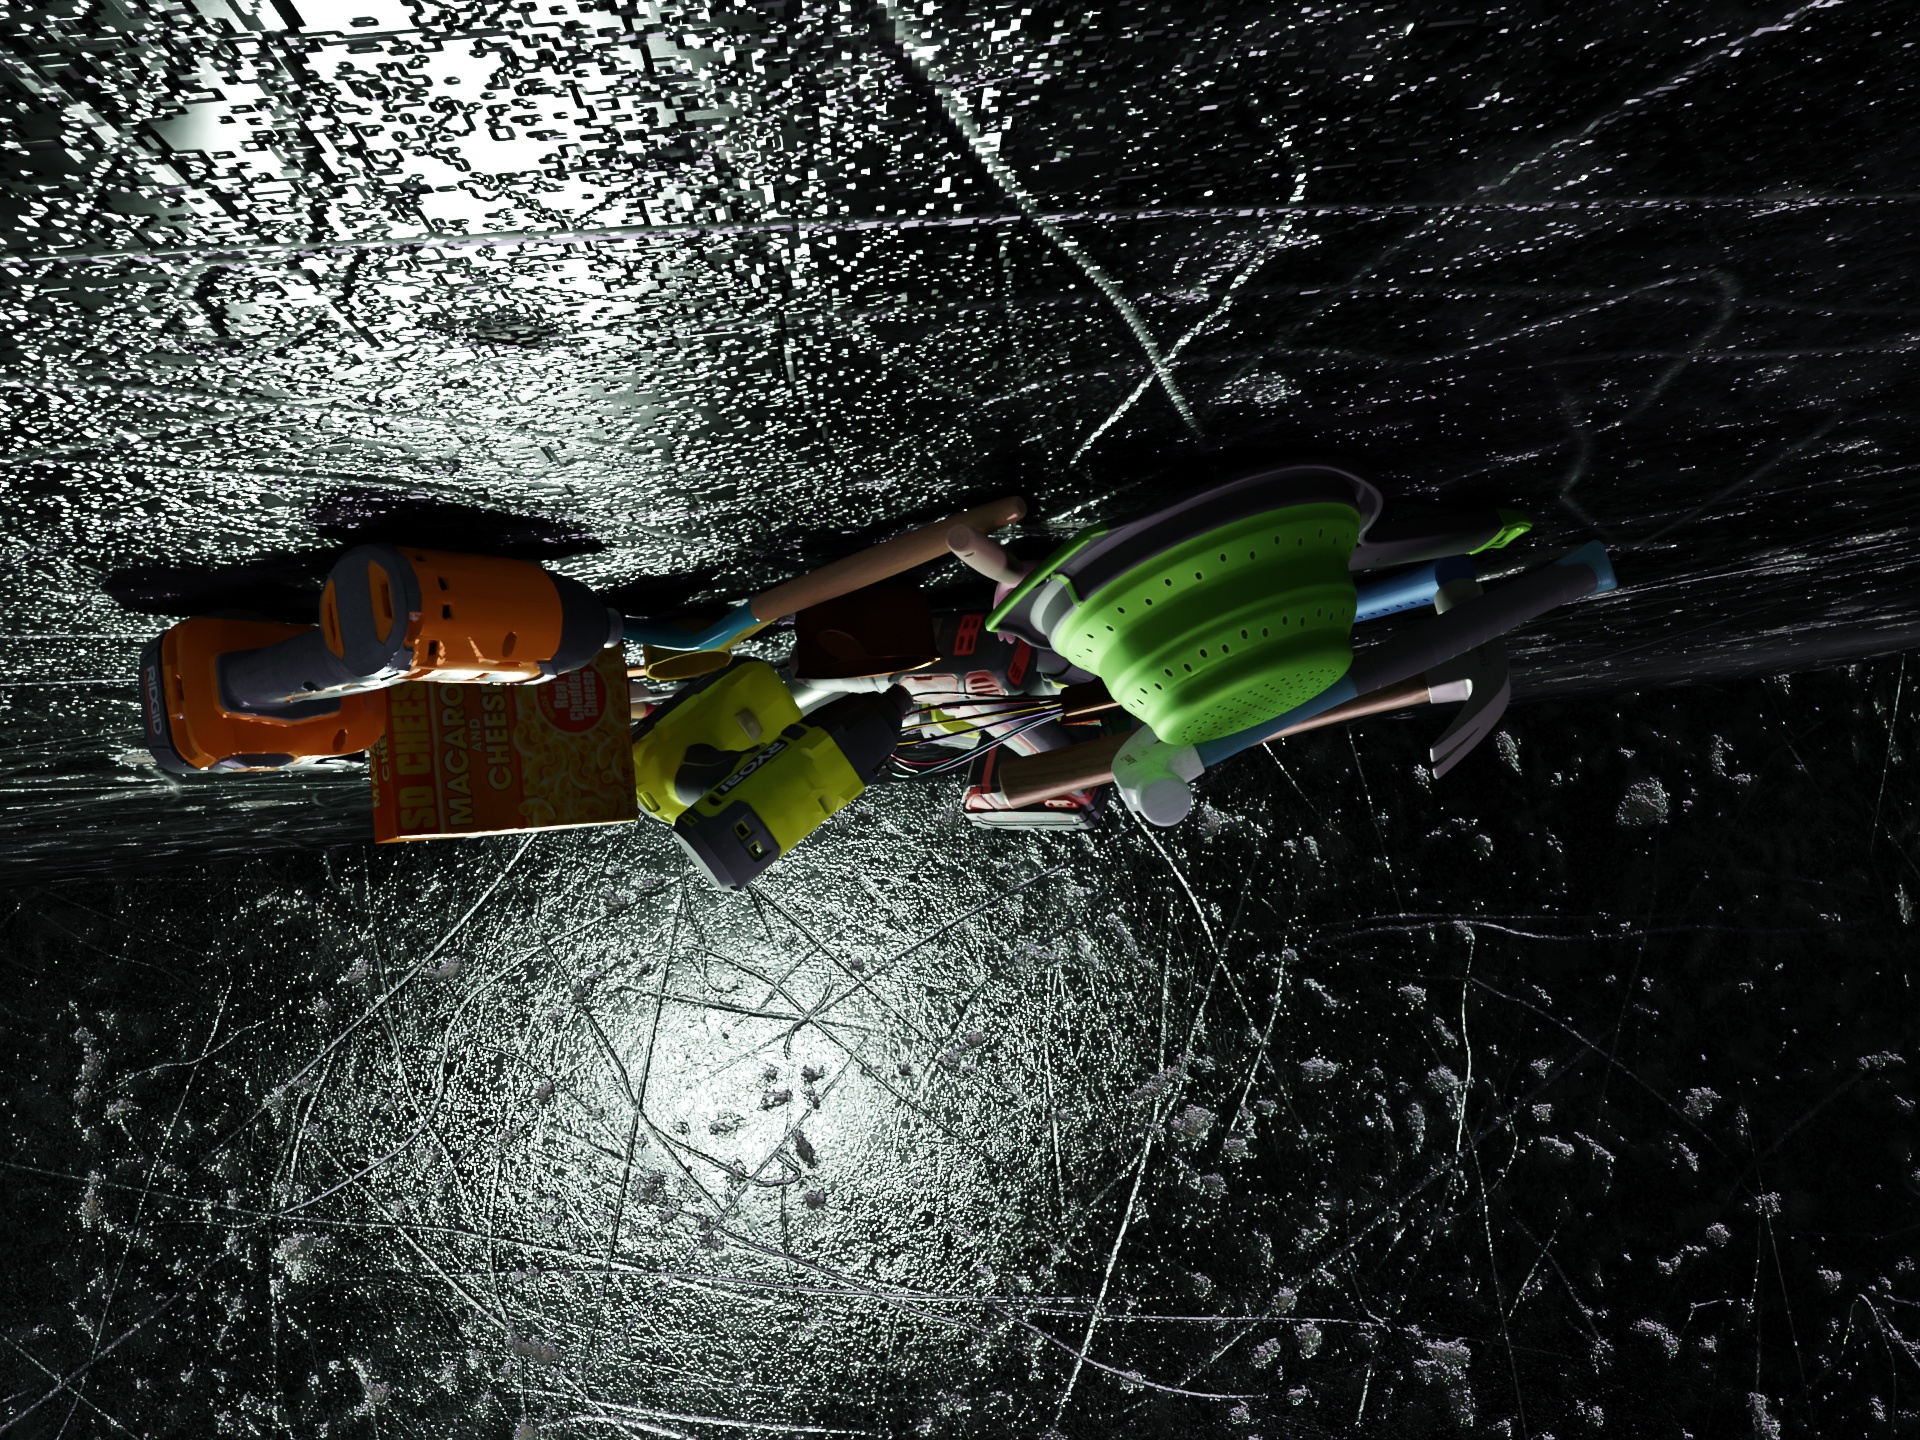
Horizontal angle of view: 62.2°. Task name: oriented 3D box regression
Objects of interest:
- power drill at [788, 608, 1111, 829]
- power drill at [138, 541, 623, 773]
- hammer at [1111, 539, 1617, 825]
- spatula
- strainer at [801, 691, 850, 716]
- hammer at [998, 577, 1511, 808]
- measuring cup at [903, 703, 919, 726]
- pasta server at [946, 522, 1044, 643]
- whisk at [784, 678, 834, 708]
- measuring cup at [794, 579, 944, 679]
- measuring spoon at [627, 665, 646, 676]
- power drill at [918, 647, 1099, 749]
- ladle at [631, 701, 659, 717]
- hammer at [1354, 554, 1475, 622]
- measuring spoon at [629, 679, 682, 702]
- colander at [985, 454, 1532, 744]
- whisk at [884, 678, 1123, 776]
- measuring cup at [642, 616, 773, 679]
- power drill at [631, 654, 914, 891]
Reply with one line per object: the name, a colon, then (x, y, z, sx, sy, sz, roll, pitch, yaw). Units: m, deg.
power drill: (-0.002, -0.004, 1.170, 0.188, 0.080, 0.226, -1, 150, 30)
power drill: (-0.295, -0.031, 0.823, 0.226, 0.084, 0.164, -15, 172, 32)
hammer: (0.242, -0.028, 0.946, 0.331, 0.033, 0.128, -25, -169, -3)
spatula: (-0.096, -0.079, 0.881, 0.317, 0.044, 0.082, -16, 170, 35)
strainer: (-0.149, -0.013, 1.431, 0.087, 0.050, 0.258, -36, -171, -15)
hammer: (0.184, 0.005, 1.023, 0.331, 0.130, 0.031, -15, 137, 15)
measuring cup: (-0.072, 0.002, 1.380, 0.167, 0.038, 0.083, -29, -173, -20)
pasta server: (0.027, -0.076, 0.860, 0.060, 0.040, 0.316, -24, 177, 8)
whisk: (-0.162, -0.009, 1.329, 0.246, 0.057, 0.059, -24, -153, 41)
measuring cup: (-0.065, -0.062, 0.953, 0.095, 0.052, 0.173, -8, 173, 6)
measuring spoon: (-0.267, -0.031, 1.217, 0.117, 0.011, 0.021, -8, 175, 9)
power drill: (0.065, -0.035, 1.272, 0.190, 0.080, 0.228, 7, 165, -36)
ladle: (-0.285, -0.012, 1.336, 0.069, 0.031, 0.315, -14, 171, 24)
hammer: (0.256, -0.075, 1.317, 0.144, 0.035, 0.405, -3, 174, -33)
measuring spoon: (-0.240, -0.028, 1.306, 0.034, 0.018, 0.124, -11, -179, 34)
colander: (0.206, -0.061, 0.891, 0.397, 0.094, 0.204, -10, 162, -35)
whisk: (0.047, -0.006, 1.034, 0.245, 0.051, 0.047, -12, 139, 24)
measuring cup: (-0.145, -0.065, 1.000, 0.062, 0.029, 0.156, -2, 161, -47)
power drill: (-0.135, 0.023, 1.071, 0.171, 0.080, 0.223, -40, -156, -17)
